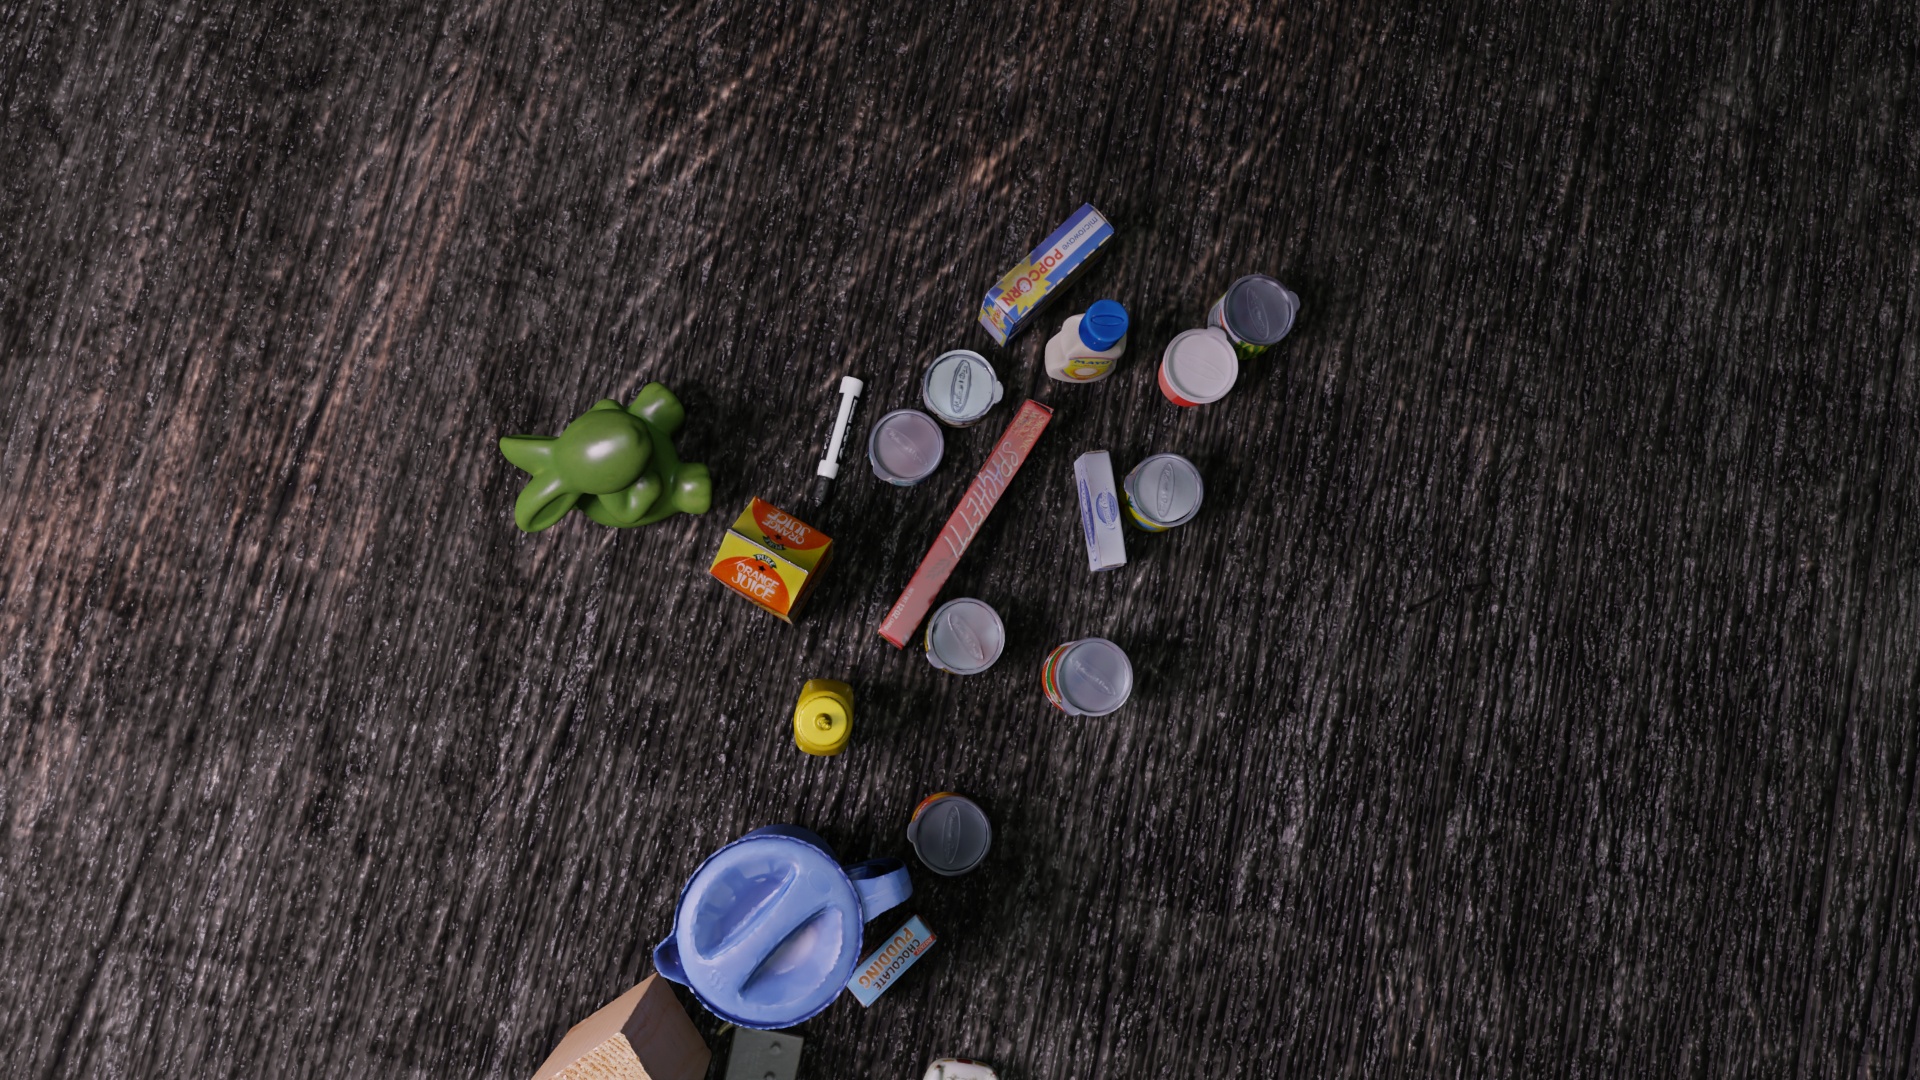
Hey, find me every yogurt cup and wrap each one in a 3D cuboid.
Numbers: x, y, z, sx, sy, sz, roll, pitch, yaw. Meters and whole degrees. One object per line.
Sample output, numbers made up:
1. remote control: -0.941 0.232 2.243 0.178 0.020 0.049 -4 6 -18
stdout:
1. yogurt cup: 0.212 -0.153 1.261 0.072 0.054 0.072 1 83 -5

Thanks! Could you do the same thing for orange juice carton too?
1. orange juice carton: -0.153 0.018 1.139 0.072 0.192 0.073 30 82 -1

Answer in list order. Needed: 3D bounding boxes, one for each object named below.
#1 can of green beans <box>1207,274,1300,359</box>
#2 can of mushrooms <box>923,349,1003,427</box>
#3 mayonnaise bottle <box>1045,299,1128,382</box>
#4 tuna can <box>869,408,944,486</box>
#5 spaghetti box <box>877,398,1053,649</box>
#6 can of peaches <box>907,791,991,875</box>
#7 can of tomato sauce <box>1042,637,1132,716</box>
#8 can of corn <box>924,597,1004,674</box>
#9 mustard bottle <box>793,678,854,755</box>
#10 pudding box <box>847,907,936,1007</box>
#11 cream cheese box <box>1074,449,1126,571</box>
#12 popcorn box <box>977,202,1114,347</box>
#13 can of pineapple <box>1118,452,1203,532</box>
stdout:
1. can of green beans: 0.265 -0.203 1.270 0.071 0.057 0.071 1 84 -5
2. can of mushrooms: 0.002 -0.135 1.251 0.071 0.033 0.071 1 83 -5
3. mayonnaise bottle: 0.114 -0.172 1.207 0.065 0.148 0.041 1 84 -5
4. tuna can: -0.050 -0.080 1.240 0.071 0.033 0.071 1 83 -5
5. spaghetti box: 0.004 -0.015 1.228 0.029 0.050 0.250 33 82 -1
6. can of peaches: -0.012 0.250 1.192 0.071 0.058 0.071 1 84 -5
7. can of tomato sauce: 0.108 0.120 1.205 0.071 0.083 0.071 1 84 -5
8. can of corn: 0.000 0.086 1.212 0.071 0.058 0.071 1 84 -5
9. mustard bottle: -0.113 0.146 1.143 0.049 0.160 0.065 7 83 -4
10. pudding box: -0.060 0.353 1.179 0.084 0.049 0.030 -42 89 -8
11. cream cheese box: 0.124 -0.025 1.239 0.024 0.053 0.104 -8 84 -6
12. popcorn box: 0.076 -0.236 1.243 0.127 0.085 0.038 -43 89 -8
13. can of pineapple: 0.177 -0.043 1.243 0.071 0.058 0.071 1 84 -5
